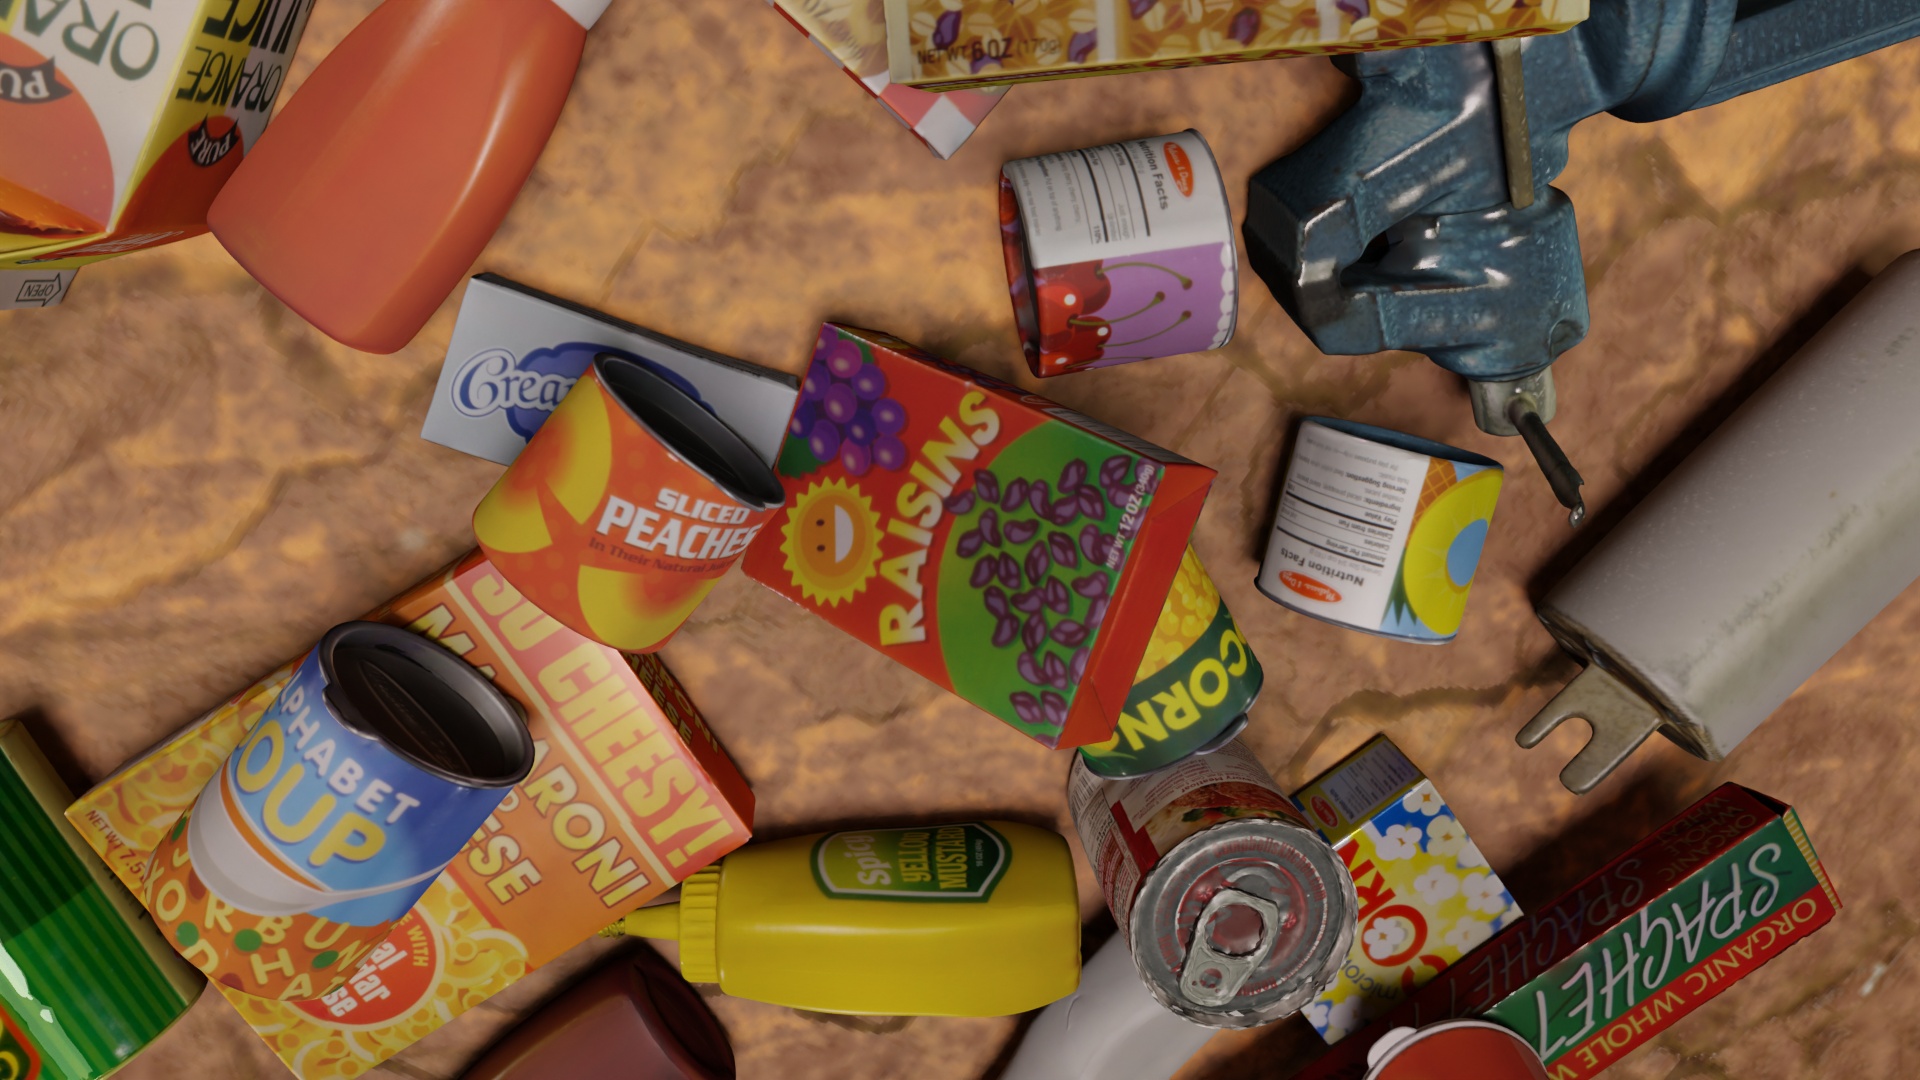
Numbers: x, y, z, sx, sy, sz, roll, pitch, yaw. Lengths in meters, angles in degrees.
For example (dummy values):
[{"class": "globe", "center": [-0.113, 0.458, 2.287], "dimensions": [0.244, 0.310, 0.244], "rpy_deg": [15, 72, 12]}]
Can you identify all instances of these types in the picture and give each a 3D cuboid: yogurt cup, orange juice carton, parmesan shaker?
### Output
[{"class": "yogurt cup", "center": [0.165, 0.195, 0.436], "dimensions": [0.072, 0.054, 0.072], "rpy_deg": [-2, 105, -7]}, {"class": "orange juice carton", "center": [-0.222, -0.146, 0.364], "dimensions": [0.073, 0.072, 0.192], "rpy_deg": [25, 100, -12]}, {"class": "parmesan shaker", "center": [-0.294, 0.115, 0.427], "dimensions": [0.071, 0.071, 0.103], "rpy_deg": [-27, 105, 0]}]

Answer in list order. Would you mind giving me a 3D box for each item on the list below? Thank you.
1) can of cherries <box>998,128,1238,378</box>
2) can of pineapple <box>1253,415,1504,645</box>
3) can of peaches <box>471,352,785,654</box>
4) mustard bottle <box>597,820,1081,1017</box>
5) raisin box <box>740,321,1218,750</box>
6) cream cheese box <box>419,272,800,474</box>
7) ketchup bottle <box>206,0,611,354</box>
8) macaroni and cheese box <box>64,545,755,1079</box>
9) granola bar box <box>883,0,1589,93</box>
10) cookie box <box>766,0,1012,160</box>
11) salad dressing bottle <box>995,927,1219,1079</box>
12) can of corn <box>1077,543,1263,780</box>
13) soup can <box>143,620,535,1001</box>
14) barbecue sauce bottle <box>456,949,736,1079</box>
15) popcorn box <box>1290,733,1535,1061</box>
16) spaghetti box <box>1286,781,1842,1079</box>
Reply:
[{"class": "can of cherries", "center": [0.046, -0.083, 0.418], "dimensions": [0.058, 0.071, 0.071], "rpy_deg": [-11, 106, -4]}, {"class": "can of pineapple", "center": [0.135, -0.005, 0.449], "dimensions": [0.071, 0.071, 0.057], "rpy_deg": [10, 103, -10]}, {"class": "can of peaches", "center": [-0.092, -0.009, 0.389], "dimensions": [0.071, 0.071, 0.058], "rpy_deg": [39, 99, -15]}, {"class": "mustard bottle", "center": [-0.041, 0.125, 0.461], "dimensions": [0.160, 0.065, 0.048], "rpy_deg": [-1, 109, -3]}, {"class": "raisin box", "center": [0.001, -0.005, 0.409], "dimensions": [0.123, 0.040, 0.086], "rpy_deg": [26, 103, 30]}, {"class": "cream cheese box", "center": [-0.107, -0.041, 0.430], "dimensions": [0.104, 0.024, 0.053], "rpy_deg": [18, 100, -11]}, {"class": "ketchup bottle", "center": [-0.143, -0.127, 0.392], "dimensions": [0.065, 0.043, 0.148], "rpy_deg": [41, 96, 5]}, {"class": "macaroni and cheese box", "center": [-0.169, 0.083, 0.446], "dimensions": [0.166, 0.040, 0.123], "rpy_deg": [-31, 105, 2]}, {"class": "granola bar box", "center": [0.062, -0.179, 0.333], "dimensions": [0.165, 0.039, 0.123], "rpy_deg": [1, 105, 18]}, {"class": "cookie box", "center": [0.004, -0.213, 0.392], "dimensions": [0.123, 0.040, 0.167], "rpy_deg": [40, 97, -14]}, {"class": "salad dressing bottle", "center": [0.038, 0.193, 0.495], "dimensions": [0.147, 0.044, 0.064], "rpy_deg": [-49, 139, 11]}, {"class": "can of corn", "center": [0.056, 0.034, 0.445], "dimensions": [0.071, 0.071, 0.058], "rpy_deg": [-31, 105, 2]}, {"class": "soup can", "center": [-0.173, 0.074, 0.384], "dimensions": [0.071, 0.071, 0.083], "rpy_deg": [39, 97, -15]}, {"class": "barbecue sauce bottle", "center": [-0.154, 0.206, 0.478], "dimensions": [0.148, 0.044, 0.064], "rpy_deg": [-35, 106, 3]}, {"class": "popcorn box", "center": [0.158, 0.146, 0.503], "dimensions": [0.085, 0.038, 0.126], "rpy_deg": [-36, 106, 4]}, {"class": "spaghetti box", "center": [0.182, 0.173, 0.477], "dimensions": [0.250, 0.029, 0.050], "rpy_deg": [-35, 106, 3]}]
